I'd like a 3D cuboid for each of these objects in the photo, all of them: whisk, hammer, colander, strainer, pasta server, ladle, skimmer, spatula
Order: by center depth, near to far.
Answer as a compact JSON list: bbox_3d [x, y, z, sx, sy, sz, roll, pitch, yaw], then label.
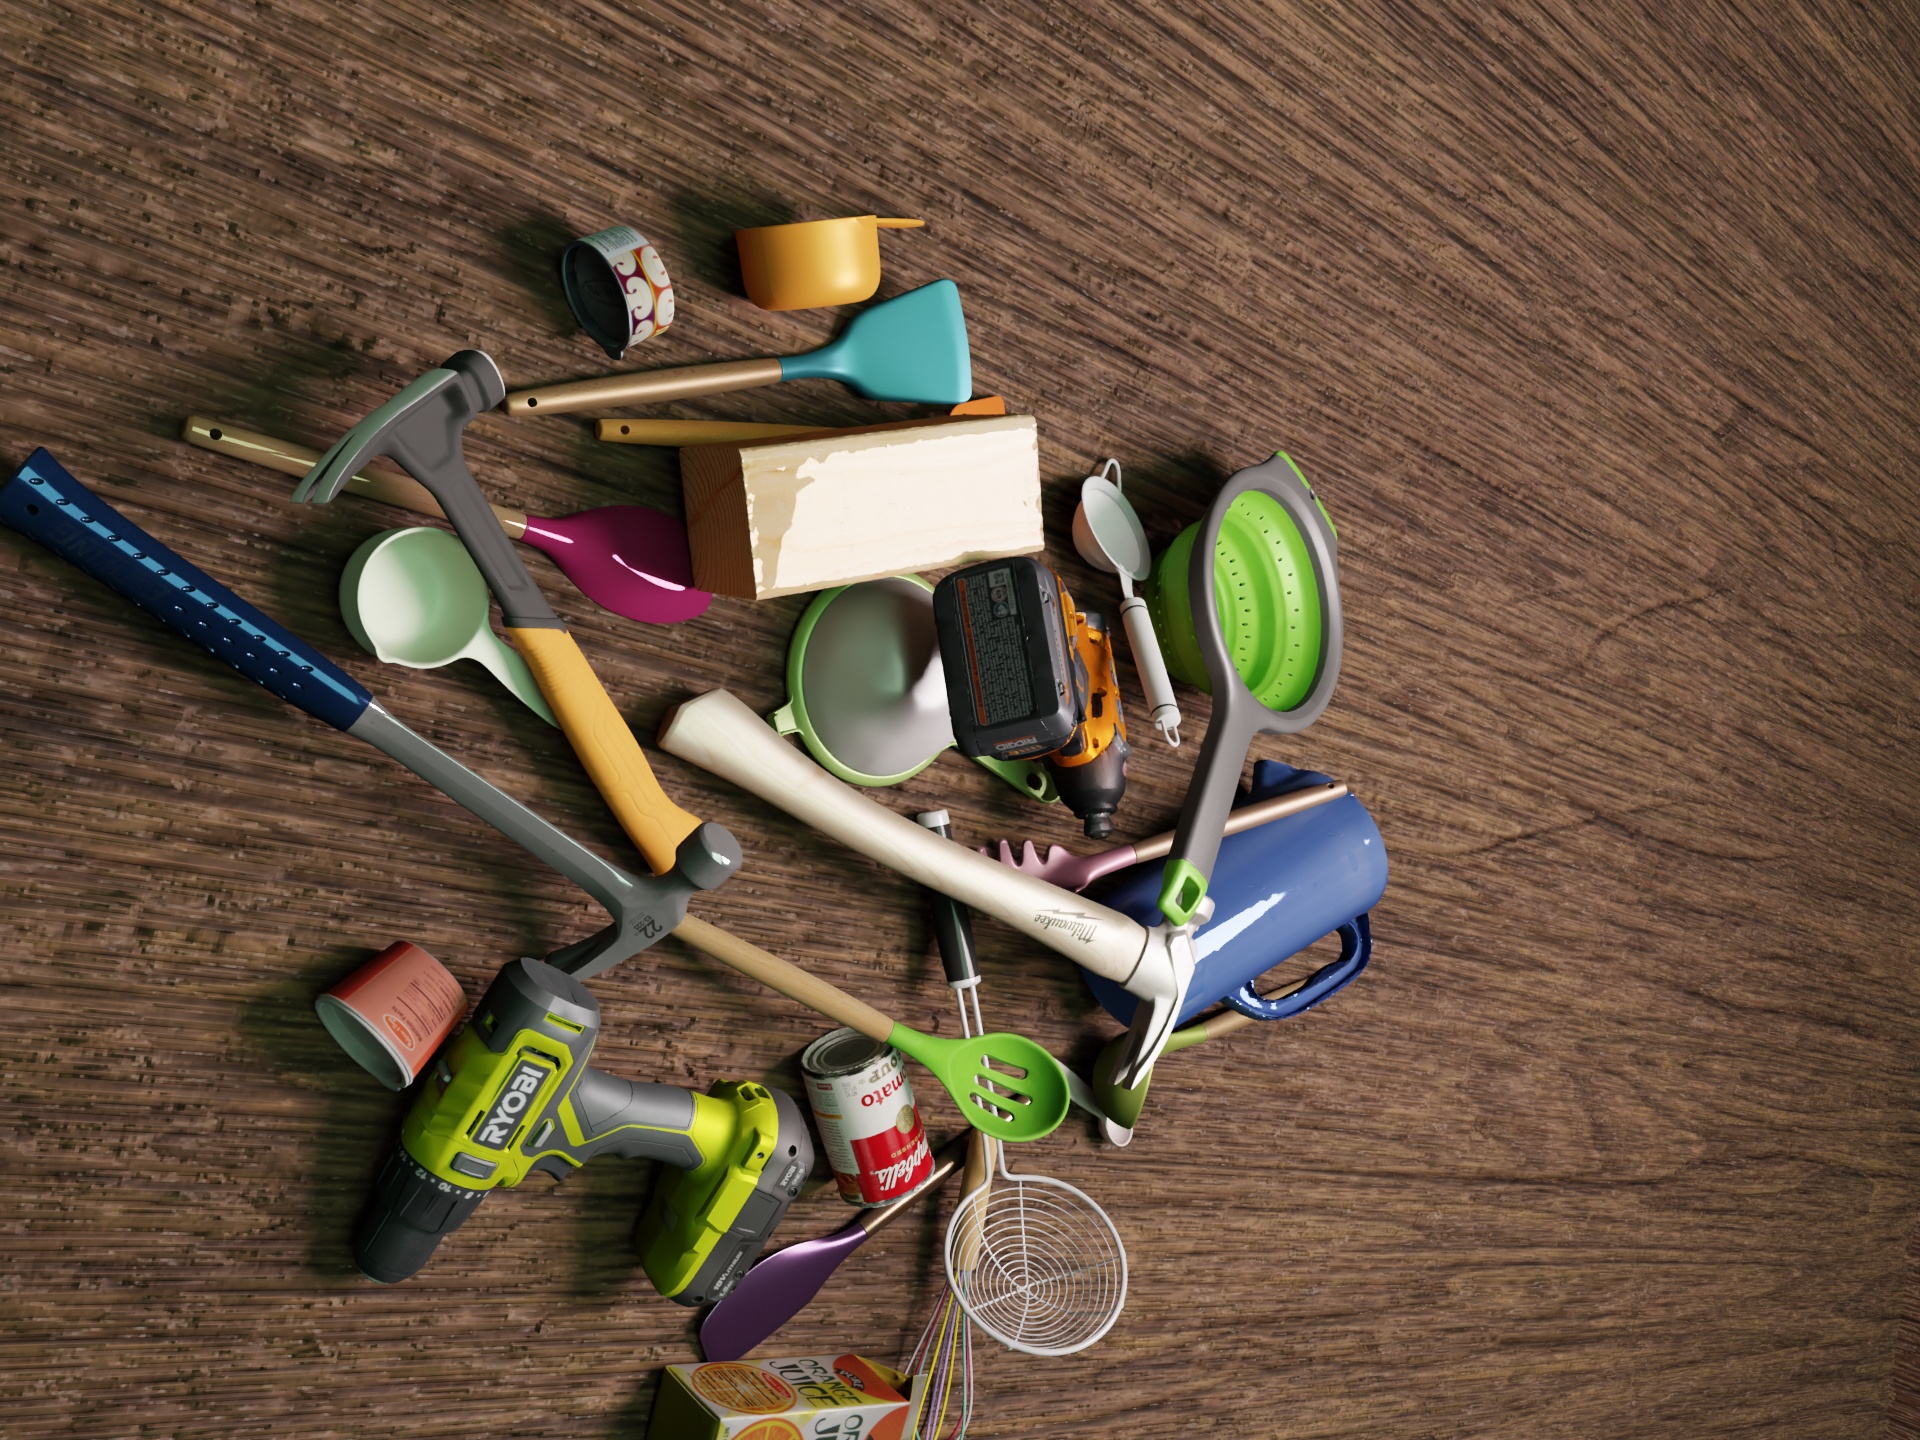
[{"bbox_3d":[-0.313,0.007,0.840,0.144,0.035,0.405,-41,118,17],"label":"hammer"},{"bbox_3d":[-0.232,-0.030,0.892,0.127,0.034,0.336,-52,133,-35],"label":"hammer"},{"bbox_3d":[-0.131,-0.218,0.990,0.317,0.044,0.082,-18,106,-36],"label":"spatula"},{"bbox_3d":[-0.088,-0.182,1.043,0.322,0.041,0.081,-4,97,-35],"label":"spatula"},{"bbox_3d":[-0.016,0.103,1.047,0.410,0.038,0.146,29,75,-21],"label":"hammer"},{"bbox_3d":[0.026,0.239,1.083,0.127,0.090,0.363,-10,88,-23],"label":"skimmer"},{"bbox_3d":[-0.002,-0.003,1.094,0.256,0.069,0.151,35,72,-34],"label":"strainer"},{"bbox_3d":[-0.051,0.341,1.114,0.316,0.018,0.059,-29,122,-33],"label":"spatula"},{"bbox_3d":[-0.004,0.410,1.131,0.047,0.051,0.245,11,89,-37],"label":"whisk"},{"bbox_3d":[0.120,-0.085,1.145,0.086,0.050,0.259,29,38,-42],"label":"strainer"},{"bbox_3d":[0.180,-0.022,1.187,0.204,0.094,0.397,47,52,-35],"label":"colander"},{"bbox_3d":[0.153,0.088,1.187,0.316,0.060,0.040,-15,141,-17],"label":"pasta server"},{"bbox_3d":[0.222,0.256,1.300,0.320,0.062,0.078,-10,125,-43],"label":"ladle"}]

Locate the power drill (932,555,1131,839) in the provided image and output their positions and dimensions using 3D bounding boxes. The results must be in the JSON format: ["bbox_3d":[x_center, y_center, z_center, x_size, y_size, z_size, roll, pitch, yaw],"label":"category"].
[{"bbox_3d":[0.060,-0.009,1.065,0.226,0.084,0.164,27,52,-68],"label":"power drill"}]

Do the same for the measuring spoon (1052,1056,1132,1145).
[{"bbox_3d":[0.089,0.290,1.229,0.124,0.018,0.034,43,46,-26],"label":"measuring spoon"}]

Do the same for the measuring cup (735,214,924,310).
[{"bbox_3d":[-0.071,-0.295,1.021,0.173,0.095,0.052,-27,117,-54],"label":"measuring cup"}]

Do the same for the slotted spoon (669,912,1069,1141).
[{"bbox_3d":[-0.068,0.186,1.021,0.313,0.031,0.070,30,61,-14],"label":"slotted spoon"}]

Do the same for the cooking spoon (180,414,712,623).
[{"bbox_3d":[-0.272,-0.116,0.900,0.318,0.017,0.069,15,84,-40],"label":"cooking spoon"}]

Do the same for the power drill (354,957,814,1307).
[{"bbox_3d":[-0.218,0.261,0.928,0.228,0.080,0.190,32,90,-35],"label":"power drill"}]

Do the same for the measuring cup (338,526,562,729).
[{"bbox_3d":[-0.277,-0.043,0.895,0.167,0.038,0.083,48,63,-42],"label":"measuring cup"}]
